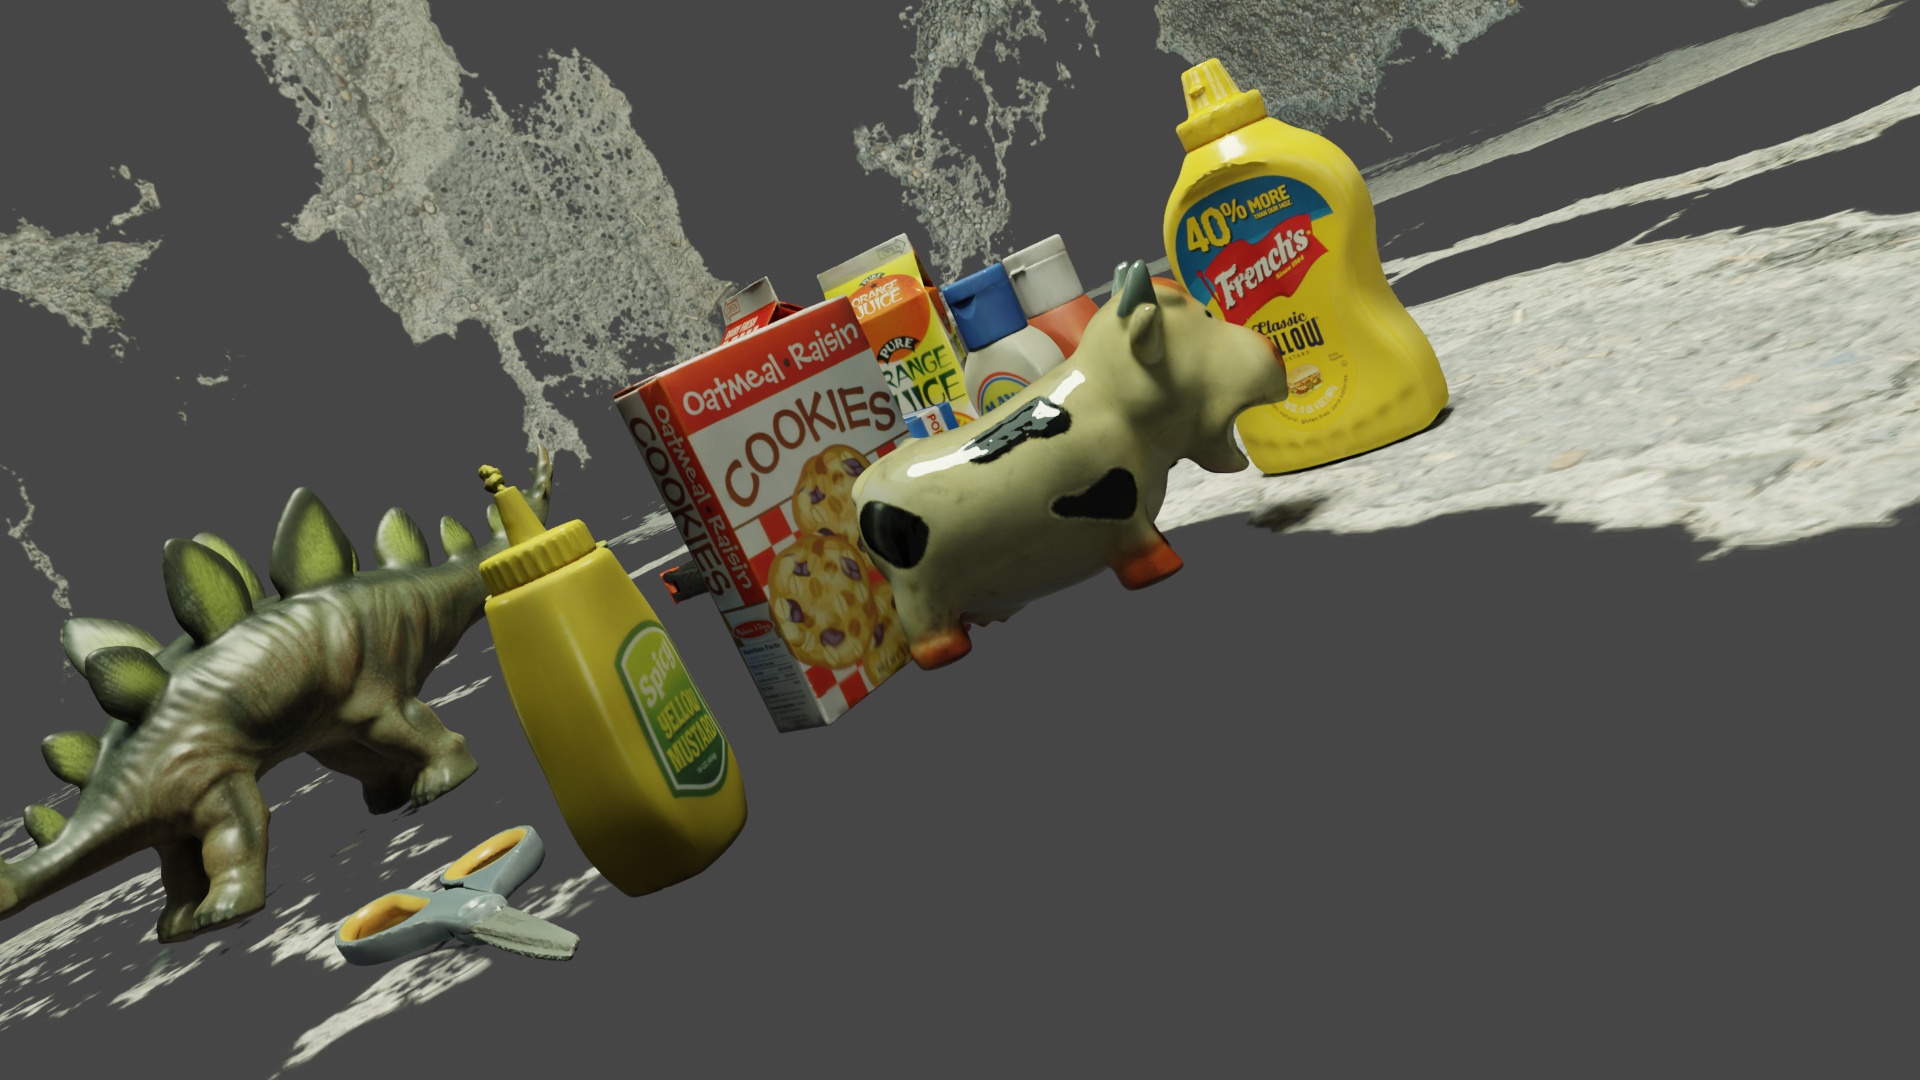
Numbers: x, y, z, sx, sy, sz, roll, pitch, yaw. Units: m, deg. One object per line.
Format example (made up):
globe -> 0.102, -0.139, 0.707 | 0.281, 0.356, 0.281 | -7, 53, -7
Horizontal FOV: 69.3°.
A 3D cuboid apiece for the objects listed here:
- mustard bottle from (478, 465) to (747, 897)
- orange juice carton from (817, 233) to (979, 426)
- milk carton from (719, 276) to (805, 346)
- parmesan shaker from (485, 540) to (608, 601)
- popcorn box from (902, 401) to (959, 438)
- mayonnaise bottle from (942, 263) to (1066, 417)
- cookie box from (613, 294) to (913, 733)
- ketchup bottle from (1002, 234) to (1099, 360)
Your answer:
mustard bottle -> -0.131, 0.045, 0.493 | 0.049, 0.160, 0.065 | -22, 10, 17
orange juice carton -> -0.030, -0.115, 0.986 | 0.072, 0.192, 0.073 | -23, 10, 8
milk carton -> -0.074, -0.045, 0.738 | 0.074, 0.190, 0.072 | -30, 11, -28
parmesan shaker -> -0.189, 0.060, 0.721 | 0.071, 0.103, 0.071 | -24, 10, 5
popcorn box -> -0.034, -0.038, 0.909 | 0.038, 0.085, 0.126 | -30, 11, -27
mayonnaise bottle -> 0.036, -0.078, 0.767 | 0.064, 0.148, 0.041 | -17, 12, 39
cookie box -> -0.069, -0.016, 0.639 | 0.040, 0.167, 0.123 | -16, 13, 43
ketchup bottle -> 0.070, -0.102, 0.810 | 0.064, 0.148, 0.044 | -14, 14, 48
